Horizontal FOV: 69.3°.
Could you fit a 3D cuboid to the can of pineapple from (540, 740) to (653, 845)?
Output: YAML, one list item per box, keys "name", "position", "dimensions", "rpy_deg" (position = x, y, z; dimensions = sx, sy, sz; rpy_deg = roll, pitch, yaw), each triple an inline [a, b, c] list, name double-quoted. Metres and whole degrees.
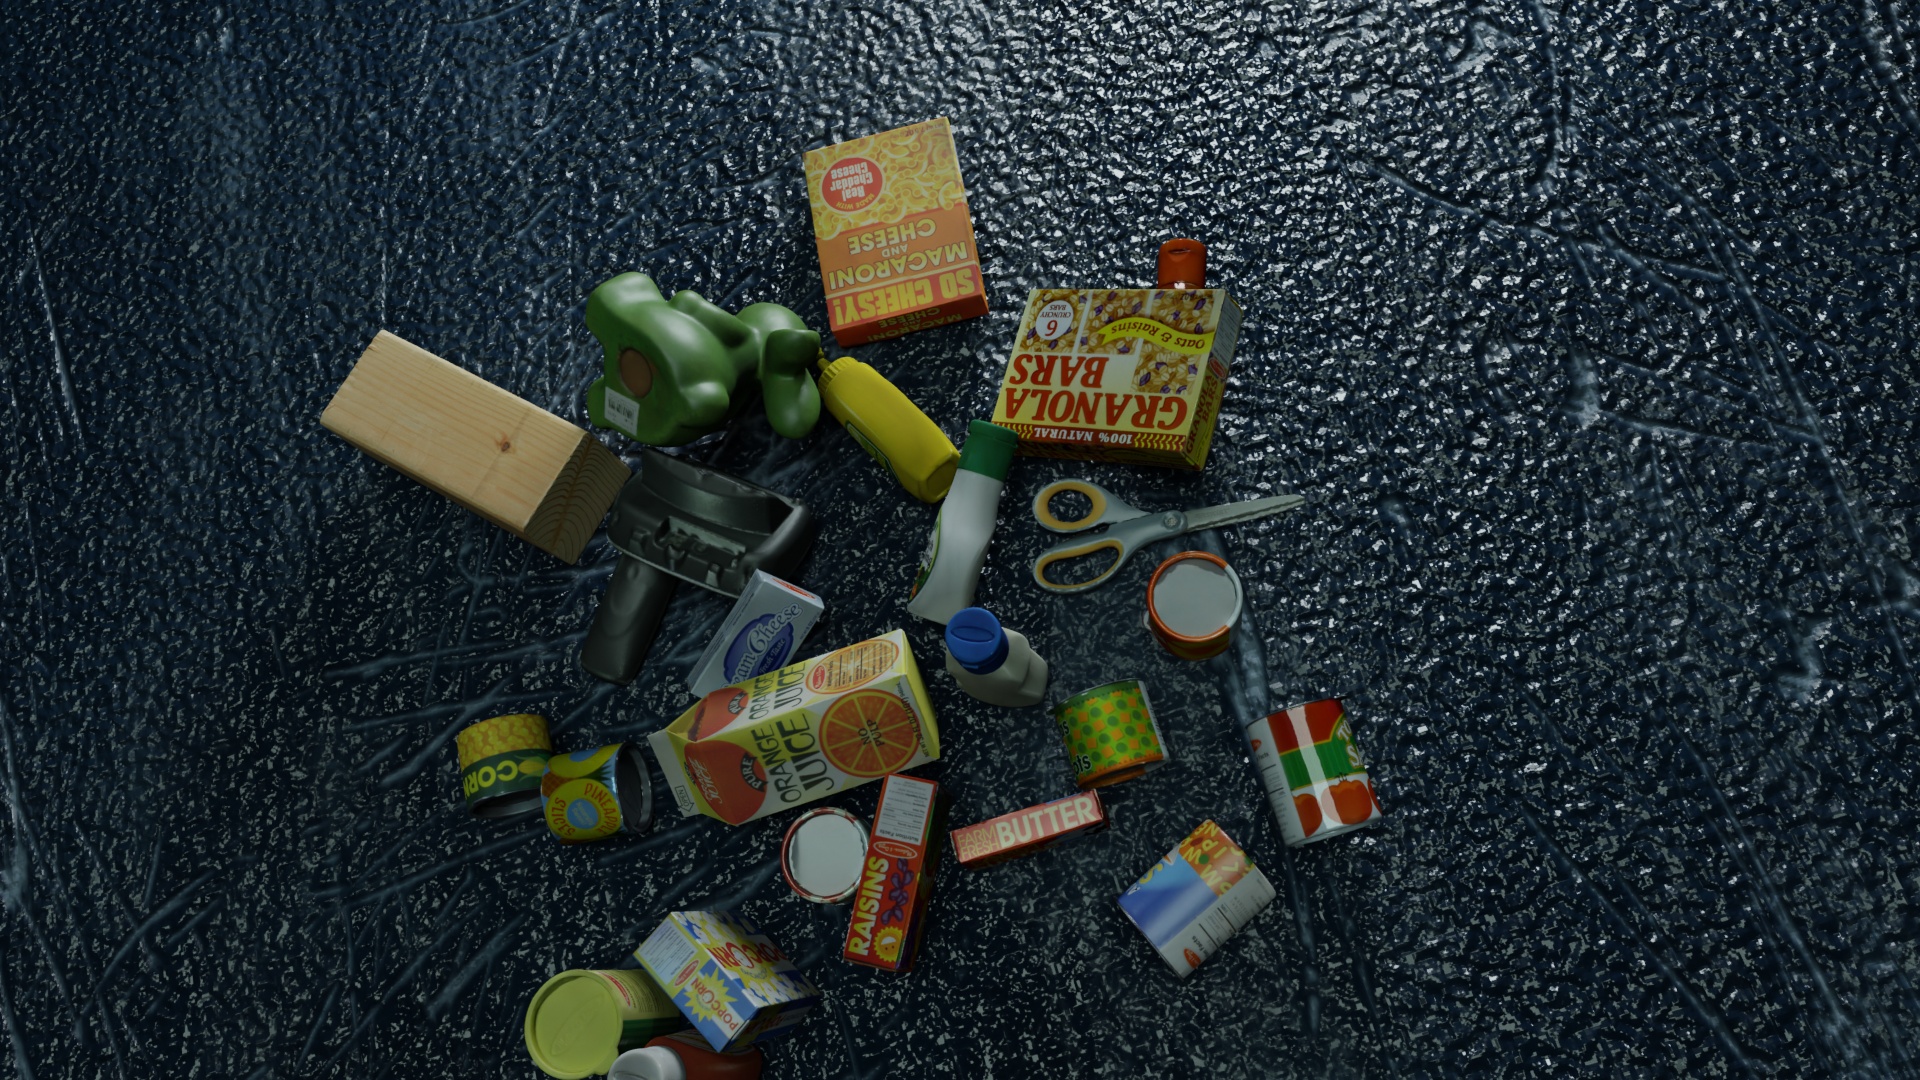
- name: "can of pineapple"
  position: [-0.260, 0.182, 0.996]
  dimensions: [0.058, 0.071, 0.071]
  rpy_deg: [-12, 71, 7]

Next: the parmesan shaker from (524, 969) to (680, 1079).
- name: "parmesan shaker"
  position: [-0.235, 0.324, 0.928]
  dimensions: [0.071, 0.103, 0.071]
  rpy_deg: [-3, 72, 10]

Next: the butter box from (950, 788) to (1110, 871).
- name: "butter box"
  position: [0.048, 0.197, 0.944]
  dimensions: [0.103, 0.053, 0.024]
  rpy_deg: [-18, 69, 4]

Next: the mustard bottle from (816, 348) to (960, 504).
- name: "mustard bottle"
  position: [-0.064, -0.095, 1.055]
  dimensions: [0.049, 0.065, 0.160]
  rpy_deg: [-42, 64, -8]

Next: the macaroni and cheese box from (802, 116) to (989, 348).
- name: "macaroni and cheese box"
  position: [-0.052, -0.246, 1.111]
  dimensions: [0.124, 0.040, 0.167]
  rpy_deg: [-13, 70, 6]

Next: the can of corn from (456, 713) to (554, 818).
- name: "can of corn"
  position: [-0.331, 0.165, 1.013]
  dimensions: [0.071, 0.071, 0.058]
  rpy_deg: [-19, 70, 4]

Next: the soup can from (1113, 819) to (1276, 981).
- name: "soup can"
  position: [0.152, 0.232, 0.909]
  dimensions: [0.084, 0.071, 0.071]
  rpy_deg: [-40, 70, -5]

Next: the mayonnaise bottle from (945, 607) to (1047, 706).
- name: "mayonnaise bottle"
  position: [0.021, 0.080, 0.936]
  dimensions: [0.065, 0.147, 0.041]
  rpy_deg: [7, 74, 12]

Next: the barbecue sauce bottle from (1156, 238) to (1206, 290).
- name: "barbecue sauce bottle"
  position: [0.163, -0.152, 1.041]
  dimensions: [0.065, 0.043, 0.149]
  rpy_deg: [0, 72, 20]

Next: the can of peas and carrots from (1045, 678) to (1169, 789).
- name: "can of peas and carrots"
  position: [0.101, 0.133, 0.948]
  dimensions: [0.071, 0.071, 0.059]
  rpy_deg: [-19, 71, 4]

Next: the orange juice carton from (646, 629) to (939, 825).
- name: "orange juice carton"
  position: [-0.117, 0.135, 0.969]
  dimensions: [0.193, 0.073, 0.071]
  rpy_deg: [-19, 111, 4]

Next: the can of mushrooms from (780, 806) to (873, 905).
- name: "can of mushrooms"
  position: [-0.093, 0.221, 0.972]
  dimensions: [0.071, 0.033, 0.071]
  rpy_deg: [-3, 73, 9]

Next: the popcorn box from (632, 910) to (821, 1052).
- name: "popcorn box"
  position: [-0.150, 0.286, 0.912]
  dimensions: [0.085, 0.126, 0.038]
  rpy_deg: [41, 88, 19]

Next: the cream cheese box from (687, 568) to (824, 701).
- name: "cream cheese box"
  position: [-0.149, 0.075, 1.003]
  dimensions: [0.053, 0.024, 0.103]
  rpy_deg: [28, 103, -25]

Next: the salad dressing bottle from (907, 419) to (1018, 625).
- name: "salad dressing bottle"
  position: [0.004, -0.013, 1.004]
  dimensions: [0.044, 0.064, 0.147]
  rpy_deg: [18, 90, -3]

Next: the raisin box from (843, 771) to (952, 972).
- name: "raisin box"
  position: [-0.040, 0.224, 0.934]
  dimensions: [0.040, 0.086, 0.123]
  rpy_deg: [11, 75, 9]

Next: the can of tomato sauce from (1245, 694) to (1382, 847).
- name: "can of tomato sauce"
  position: [0.235, 0.153, 0.918]
  dimensions: [0.071, 0.071, 0.083]
  rpy_deg: [-17, 71, 5]

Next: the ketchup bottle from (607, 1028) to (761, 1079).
- name: "ketchup bottle"
  position: [-0.179, 0.340, 0.888]
  dimensions: [0.065, 0.148, 0.043]
  rpy_deg: [12, 77, 14]

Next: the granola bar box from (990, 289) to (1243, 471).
- name: "granola bar box"
  position: [0.111, -0.119, 1.009]
  dimensions: [0.165, 0.039, 0.124]
  rpy_deg: [8, 75, 37]

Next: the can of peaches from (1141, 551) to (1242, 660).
- name: "can of peaches"
  position: [0.161, 0.046, 0.970]
  dimensions: [0.071, 0.058, 0.071]
  rpy_deg: [-3, 72, 9]
